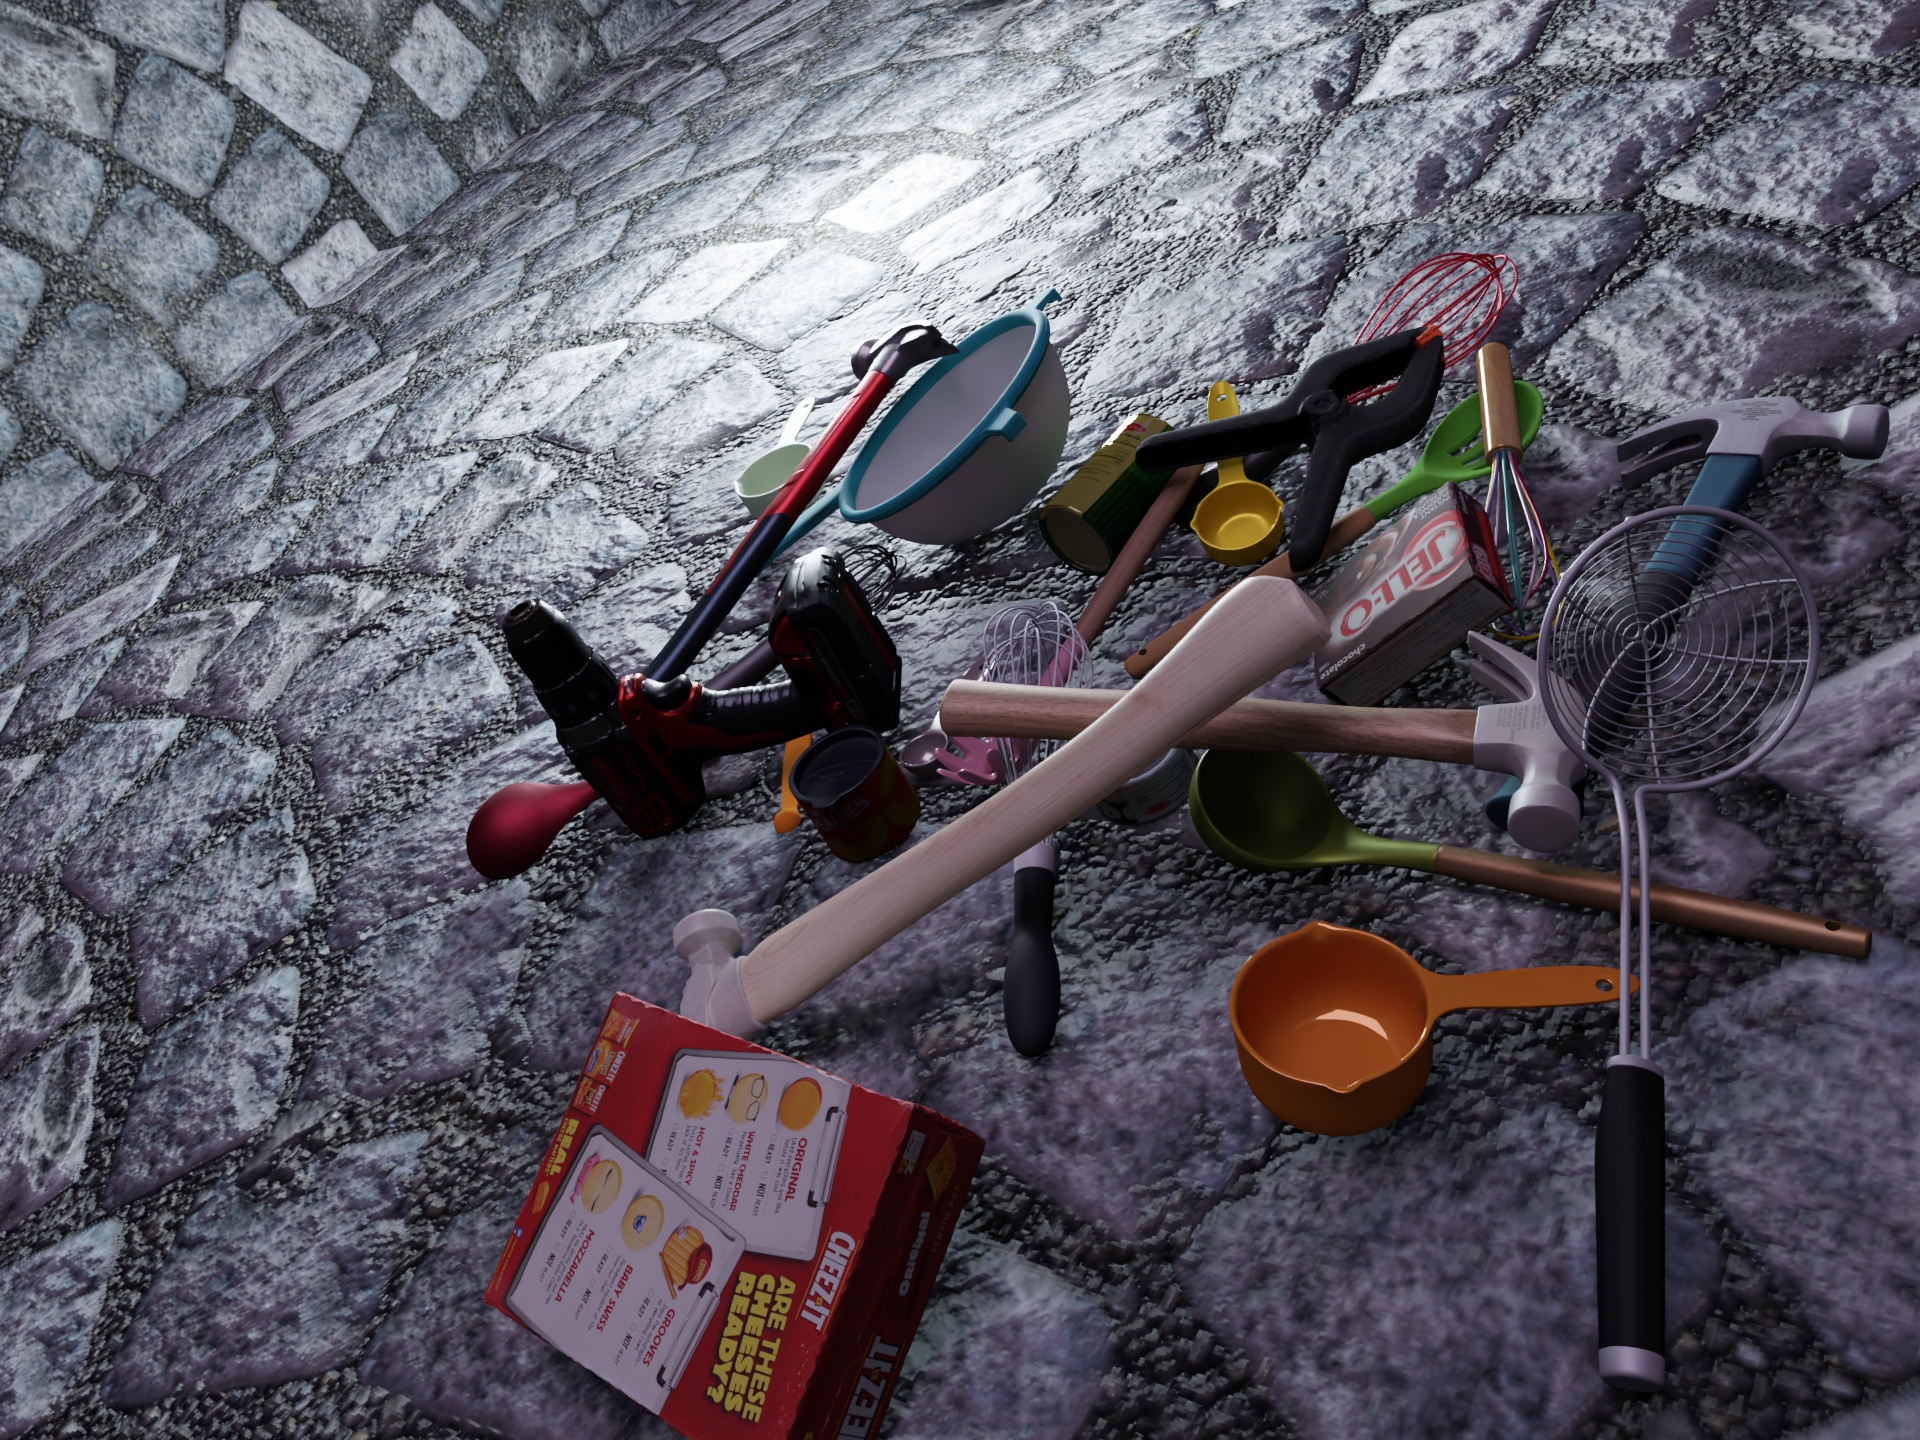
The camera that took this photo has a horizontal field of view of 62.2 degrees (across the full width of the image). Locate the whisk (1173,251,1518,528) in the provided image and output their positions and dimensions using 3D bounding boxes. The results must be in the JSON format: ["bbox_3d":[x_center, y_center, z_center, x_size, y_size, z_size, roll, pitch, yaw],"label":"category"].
[{"bbox_3d":[0.266,-0.229,1.106,0.296,0.073,0.073,-38,35,0],"label":"whisk"}]

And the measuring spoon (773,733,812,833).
[{"bbox_3d":[-0.115,0.034,1.086,0.021,0.011,0.117,-19,36,15],"label":"measuring spoon"}]

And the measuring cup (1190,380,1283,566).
[{"bbox_3d":[0.185,-0.168,1.079,0.062,0.029,0.157,-11,53,16],"label":"measuring cup"}]

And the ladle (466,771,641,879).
[{"bbox_3d":[-0.219,0.032,1.144,0.315,0.031,0.069,-23,67,3],"label":"ladle"}]

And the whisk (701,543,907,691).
[{"bbox_3d":[-0.136,-0.051,1.182,0.239,0.055,0.055,-40,36,-7],"label":"whisk"}]

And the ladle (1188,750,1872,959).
[{"bbox_3d":[0.252,0.062,0.756,0.320,0.062,0.078,10,43,39],"label":"ladle"}]

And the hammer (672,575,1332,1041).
[{"bbox_3d":[0.013,0.069,0.807,0.410,0.038,0.146,-36,49,21],"label":"hammer"}]

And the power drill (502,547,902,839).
[{"bbox_3d":[-0.170,-0.031,1.047,0.226,0.187,0.080,-22,31,14],"label":"power drill"}]

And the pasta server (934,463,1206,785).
[{"bbox_3d":[0.084,-0.075,1.036,0.060,0.040,0.316,-1,48,51],"label":"pasta server"}]

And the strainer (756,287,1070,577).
[{"bbox_3d":[-0.032,-0.176,1.238,0.340,0.095,0.211,-31,29,36],"label":"strainer"}]

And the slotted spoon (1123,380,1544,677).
[{"bbox_3d":[0.237,-0.117,1.012,0.314,0.031,0.070,-33,39,-1],"label":"slotted spoon"}]

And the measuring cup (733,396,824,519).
[{"bbox_3d":[-0.147,-0.234,1.419,0.083,0.038,0.168,-13,36,22],"label":"measuring cup"}]

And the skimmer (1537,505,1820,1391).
[{"bbox_3d":[0.290,0.076,0.644,0.127,0.090,0.364,19,58,-5],"label":"skimmer"}]

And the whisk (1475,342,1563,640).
[{"bbox_3d":[0.320,-0.141,0.942,0.047,0.051,0.245,-18,45,31],"label":"whisk"}]

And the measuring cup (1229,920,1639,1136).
[{"bbox_3d":[0.208,0.137,0.705,0.173,0.052,0.095,-6,40,8],"label":"measuring cup"}]

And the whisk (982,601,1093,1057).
[{"bbox_3d":[0.043,0.051,0.884,0.070,0.070,0.285,-13,54,22],"label":"whisk"}]

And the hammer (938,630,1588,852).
[{"bbox_3d":[0.147,0.000,0.820,0.331,0.031,0.130,4,41,22],"label":"hammer"}]

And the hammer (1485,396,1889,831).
[{"bbox_3d":[0.371,-0.064,0.845,0.128,0.033,0.331,13,53,43],"label":"hammer"}]

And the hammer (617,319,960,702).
[{"bbox_3d":[-0.140,-0.148,1.219,0.386,0.038,0.143,-56,24,-11],"label":"hammer"}]

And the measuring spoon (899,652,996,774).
[{"bbox_3d":[-0.002,-0.003,1.055,0.034,0.018,0.124,-1,37,34],"label":"measuring spoon"}]
